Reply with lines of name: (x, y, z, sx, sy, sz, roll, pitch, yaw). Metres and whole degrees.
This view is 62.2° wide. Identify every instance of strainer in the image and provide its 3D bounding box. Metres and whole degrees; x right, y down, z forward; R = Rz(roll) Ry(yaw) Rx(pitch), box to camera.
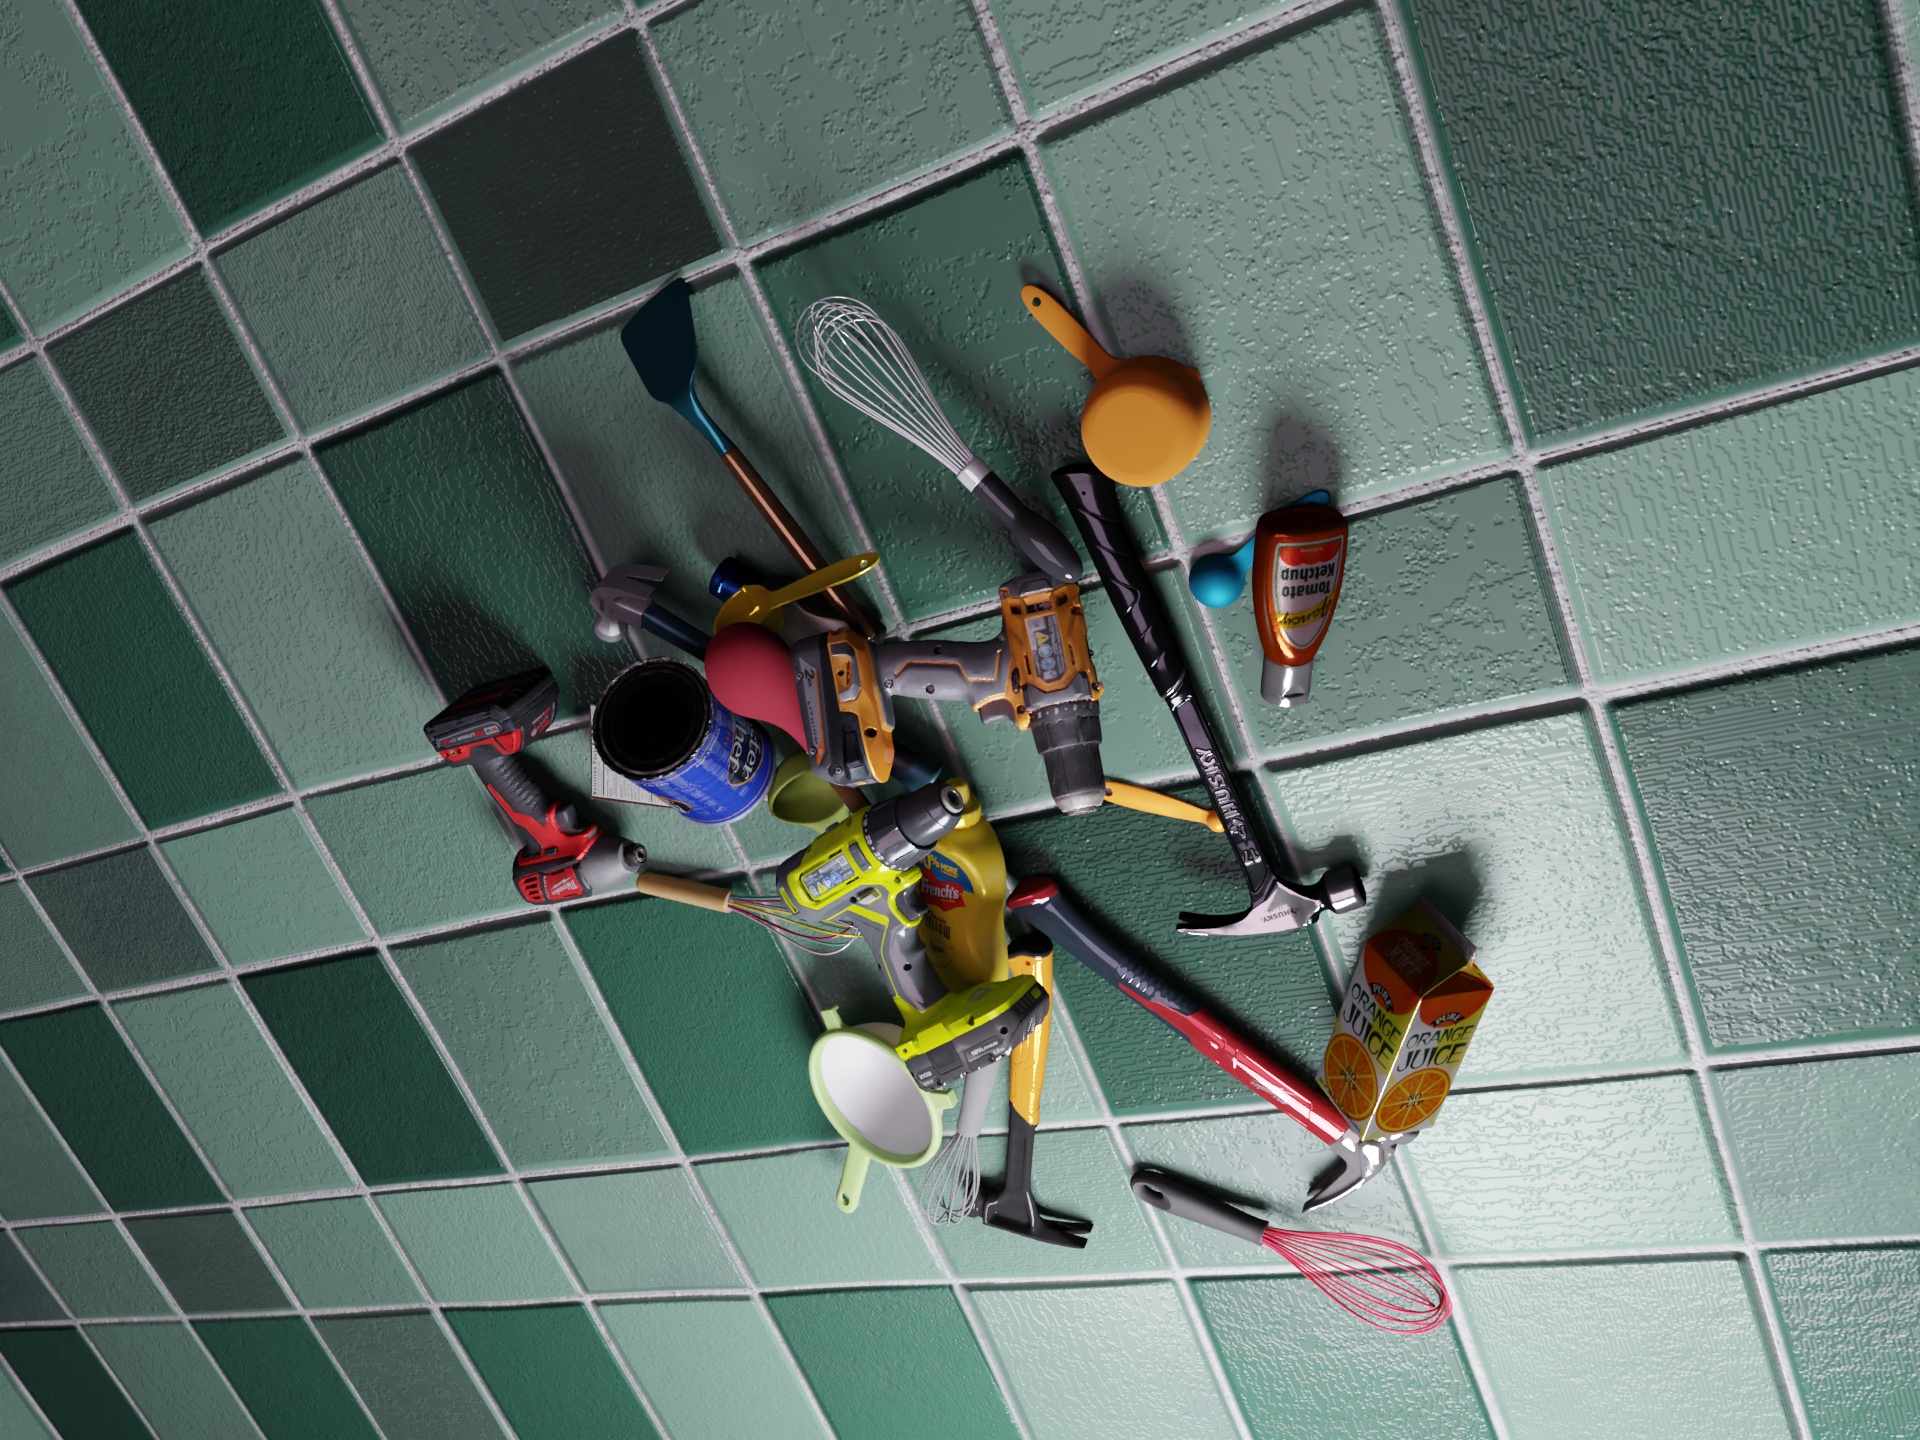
strainer: (-0.075, 0.375, 1.512, 0.151, 0.069, 0.256, 32, 131, 20)

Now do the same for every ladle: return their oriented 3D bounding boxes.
ladle: (-0.074, 0.163, 1.409, 0.078, 0.062, 0.320, -28, 108, 1)
ladle: (-0.110, 0.037, 1.307, 0.031, 0.069, 0.315, 39, 167, 49)

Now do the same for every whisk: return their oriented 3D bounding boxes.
whisk: (0.004, 0.371, 1.453, 0.055, 0.055, 0.238, 18, 117, 13)
whisk: (-0.196, 0.171, 1.473, 0.245, 0.047, 0.051, 10, 120, 22)
whisk: (0.289, 0.463, 1.412, 0.296, 0.073, 0.073, 17, 121, 22)
whisk: (-0.013, -0.205, 1.176, 0.284, 0.070, 0.070, 46, 124, 0)

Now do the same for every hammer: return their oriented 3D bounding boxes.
hammer: (0.067, 0.341, 1.453, 0.127, 0.034, 0.336, 11, 119, 18)
hammer: (0.167, -0.011, 1.221, 0.149, 0.036, 0.408, -21, 104, 21)
hammer: (-0.165, -0.031, 1.337, 0.331, 0.033, 0.128, 30, 153, 2)
hammer: (0.194, 0.270, 1.361, 0.386, 0.038, 0.143, 36, 125, 2)

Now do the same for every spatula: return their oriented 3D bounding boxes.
spatula: (-0.161, -0.196, 1.260, 0.082, 0.044, 0.317, -31, 99, 33)

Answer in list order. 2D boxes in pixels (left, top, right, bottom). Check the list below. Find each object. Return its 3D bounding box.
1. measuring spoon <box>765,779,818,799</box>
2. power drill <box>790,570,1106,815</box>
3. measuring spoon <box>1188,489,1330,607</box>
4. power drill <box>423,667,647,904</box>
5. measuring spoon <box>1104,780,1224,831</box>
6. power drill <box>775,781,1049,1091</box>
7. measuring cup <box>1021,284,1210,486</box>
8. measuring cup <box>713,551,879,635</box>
measuring spoon: (-0.185, 0.060, 1.429, 0.124, 0.018, 0.034, 2, 101, 15)
power drill: (-0.002, -0.004, 1.214, 0.226, 0.084, 0.185, -12, 82, 8)
measuring spoon: (0.216, -0.124, 1.156, 0.042, 0.021, 0.128, 47, 123, -5)
power drill: (-0.388, 0.070, 1.483, 0.143, 0.078, 0.219, -13, 113, 29)
measuring spoon: (0.160, 0.070, 1.286, 0.117, 0.011, 0.021, 15, 120, 15)
power drill: (-0.028, 0.171, 1.301, 0.190, 0.080, 0.228, -32, 90, 34)
measuring cup: (0.100, -0.239, 1.126, 0.173, 0.052, 0.095, 44, 124, -6)
measuring cup: (-0.124, -0.094, 1.250, 0.156, 0.062, 0.029, -21, 139, 22)
